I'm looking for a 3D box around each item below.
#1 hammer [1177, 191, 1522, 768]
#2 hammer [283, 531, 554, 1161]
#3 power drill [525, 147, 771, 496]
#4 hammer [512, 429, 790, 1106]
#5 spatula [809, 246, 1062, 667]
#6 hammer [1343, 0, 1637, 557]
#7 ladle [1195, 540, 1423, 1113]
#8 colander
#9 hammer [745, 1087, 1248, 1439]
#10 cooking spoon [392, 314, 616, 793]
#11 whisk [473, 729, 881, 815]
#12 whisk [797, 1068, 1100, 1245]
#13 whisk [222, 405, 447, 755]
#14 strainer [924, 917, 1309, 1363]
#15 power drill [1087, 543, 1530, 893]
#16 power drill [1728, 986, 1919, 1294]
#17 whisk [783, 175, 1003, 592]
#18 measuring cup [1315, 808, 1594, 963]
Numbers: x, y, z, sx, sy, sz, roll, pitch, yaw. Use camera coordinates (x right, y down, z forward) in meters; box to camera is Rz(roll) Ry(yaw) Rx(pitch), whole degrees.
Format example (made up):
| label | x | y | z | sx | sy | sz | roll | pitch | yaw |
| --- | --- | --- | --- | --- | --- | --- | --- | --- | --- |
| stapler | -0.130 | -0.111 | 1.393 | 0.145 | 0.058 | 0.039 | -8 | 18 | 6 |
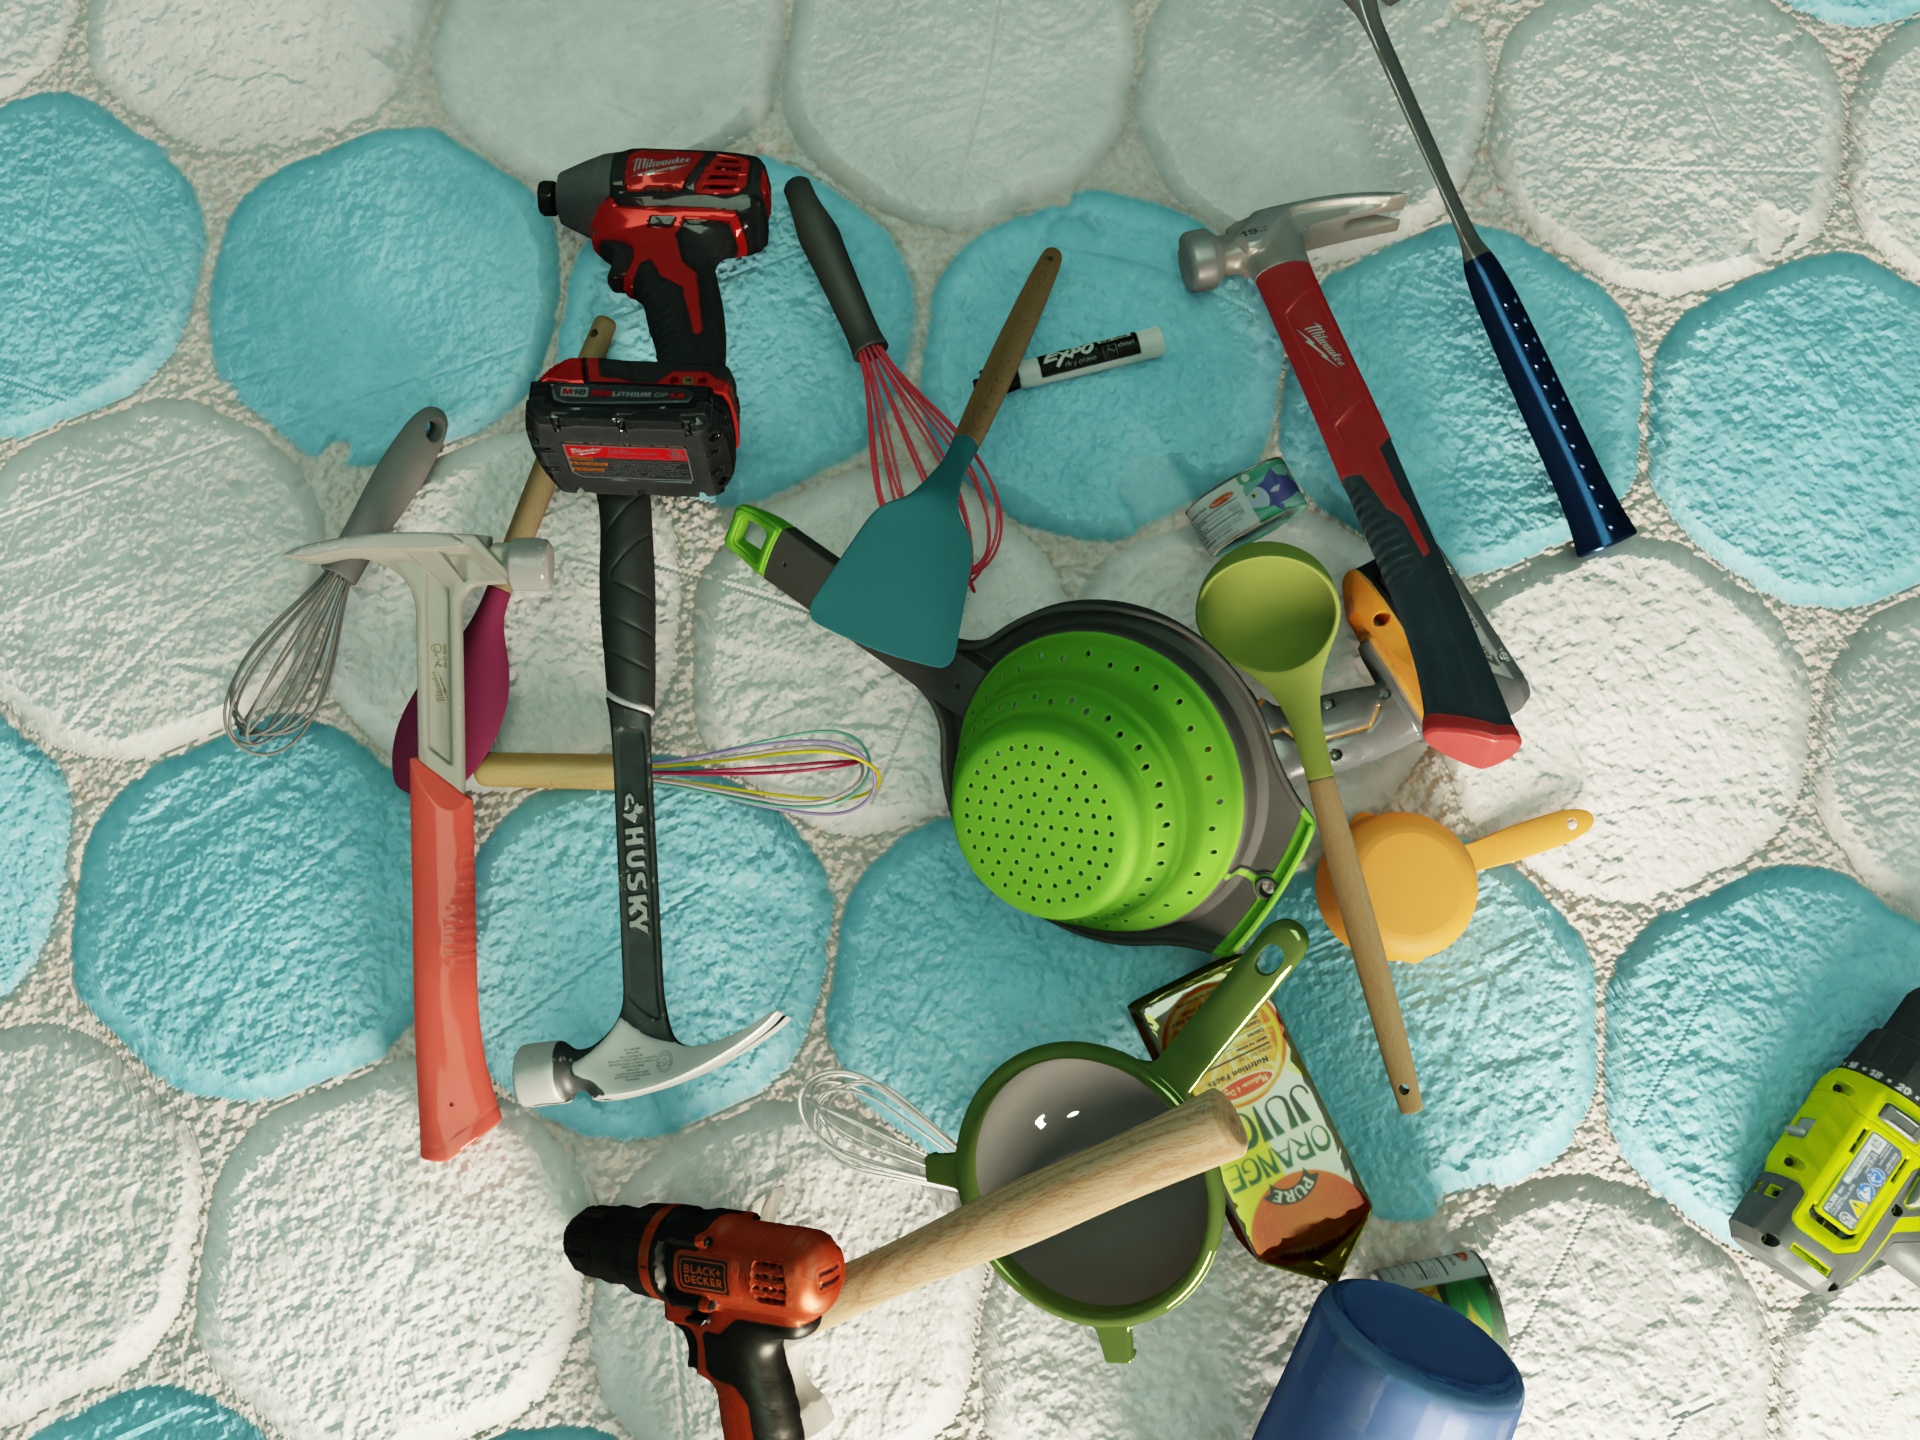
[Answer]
| label | x | y | z | sx | sy | sz | roll | pitch | yaw |
| --- | --- | --- | --- | --- | --- | --- | --- | --- | --- |
| hammer | 0.247 | -0.151 | 0.908 | 0.143 | 0.038 | 0.387 | -13 | 62 | -3 |
| hammer | -0.309 | 0.071 | 0.919 | 0.149 | 0.037 | 0.359 | -1 | 89 | -3 |
| power drill | -0.192 | -0.248 | 0.953 | 0.143 | 0.078 | 0.220 | 2 | 67 | -1 |
| hammer | -0.185 | 0.008 | 0.917 | 0.149 | 0.036 | 0.409 | -8 | 72 | 5 |
| spatula | 0.007 | -0.170 | 0.924 | 0.082 | 0.044 | 0.318 | 20 | 55 | 4 |
| hammer | 0.315 | -0.293 | 0.971 | 0.144 | 0.035 | 0.405 | -23 | 89 | -45 |
| ladle | 0.200 | 0.058 | 0.862 | 0.078 | 0.062 | 0.320 | -16 | 86 | 24 |
| colander | -0.001 | -0.003 | 0.889 | 0.397 | 0.094 | 0.204 | 35 | 120 | 17 |
| hammer | 0.003 | 0.271 | 0.843 | 0.331 | 0.031 | 0.130 | -32 | 79 | 24 |
| cooking spoon | -0.273 | -0.104 | 0.972 | 0.069 | 0.017 | 0.319 | 15 | 80 | 20 |
| whisk | -0.169 | 0.028 | 0.946 | 0.245 | 0.047 | 0.051 | 1 | 83 | 4 |
| whisk | 0.018 | 0.266 | 0.910 | 0.246 | 0.058 | 0.059 | 27 | 117 | 0 |
| whisk | -0.373 | -0.087 | 0.963 | 0.055 | 0.055 | 0.239 | 25 | 78 | 4 |
| strainer | 0.106 | 0.201 | 0.845 | 0.151 | 0.069 | 0.256 | 41 | 107 | 18 |
| power drill | 0.189 | -0.020 | 0.935 | 0.226 | 0.084 | 0.185 | -31 | 81 | 0 |
| power drill | 0.578 | 0.279 | 0.890 | 0.228 | 0.080 | 0.190 | 37 | 84 | 8 |
| whisk | -0.047 | -0.209 | 0.972 | 0.073 | 0.073 | 0.296 | -23 | 77 | -3 |
| measuring cup | 0.296 | 0.083 | 0.929 | 0.173 | 0.052 | 0.095 | -19 | 82 | 0 |
